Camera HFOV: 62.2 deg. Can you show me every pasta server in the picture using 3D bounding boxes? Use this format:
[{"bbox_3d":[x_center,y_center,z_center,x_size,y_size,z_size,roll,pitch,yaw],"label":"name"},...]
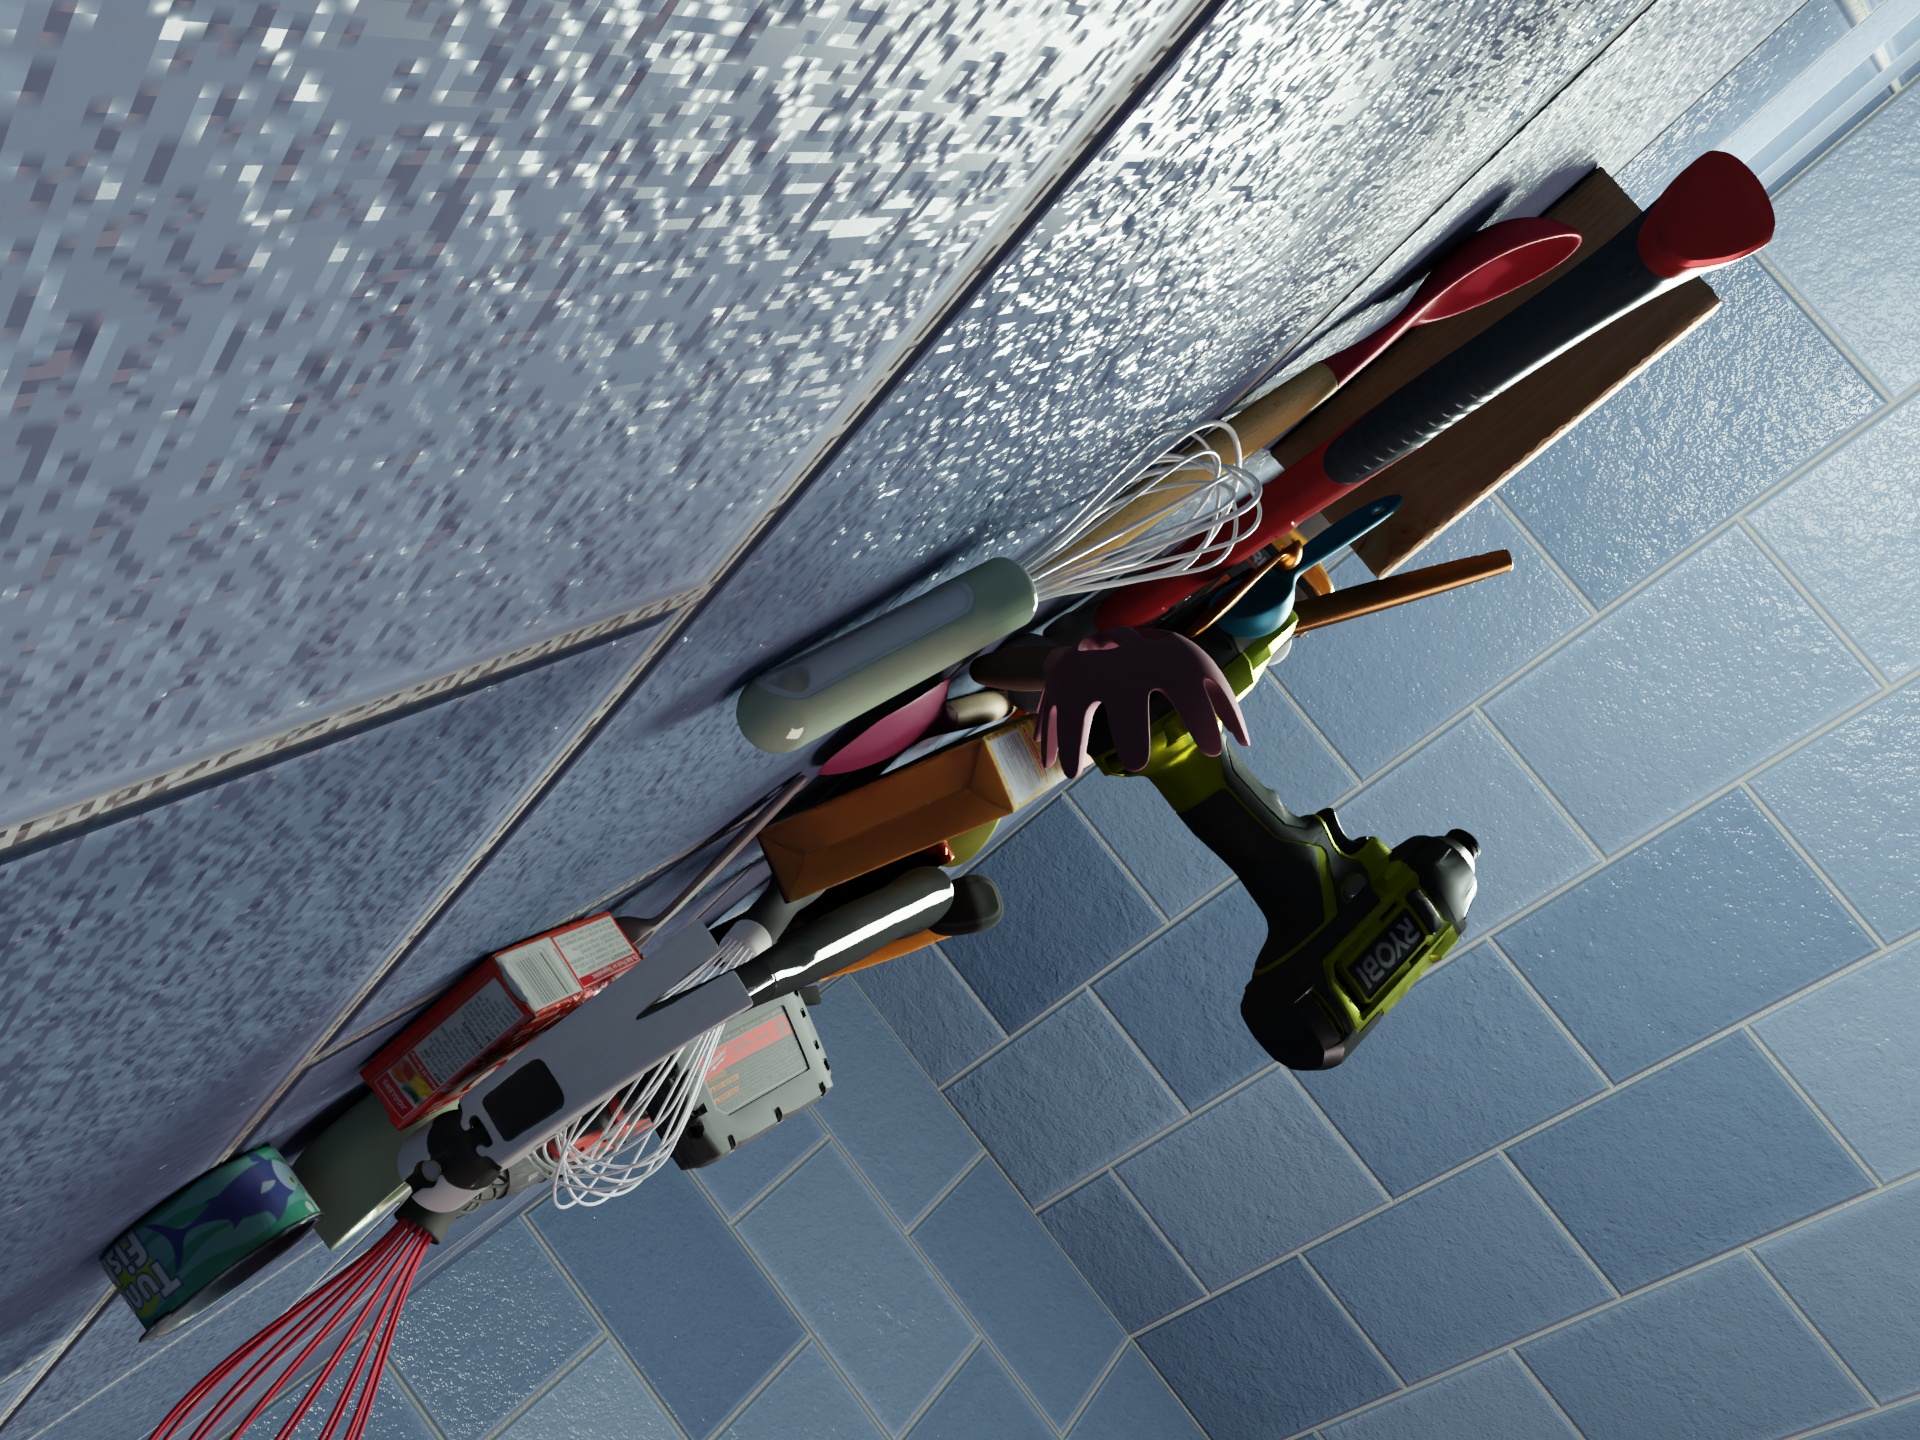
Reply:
[{"bbox_3d":[0.034,-0.012,0.593,0.060,0.040,0.316,-10,-177,-8],"label":"pasta server"}]

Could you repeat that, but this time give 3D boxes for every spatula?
[{"bbox_3d":[0.152,-0.038,0.900,0.322,0.041,0.081,-16,177,8],"label":"spatula"}]

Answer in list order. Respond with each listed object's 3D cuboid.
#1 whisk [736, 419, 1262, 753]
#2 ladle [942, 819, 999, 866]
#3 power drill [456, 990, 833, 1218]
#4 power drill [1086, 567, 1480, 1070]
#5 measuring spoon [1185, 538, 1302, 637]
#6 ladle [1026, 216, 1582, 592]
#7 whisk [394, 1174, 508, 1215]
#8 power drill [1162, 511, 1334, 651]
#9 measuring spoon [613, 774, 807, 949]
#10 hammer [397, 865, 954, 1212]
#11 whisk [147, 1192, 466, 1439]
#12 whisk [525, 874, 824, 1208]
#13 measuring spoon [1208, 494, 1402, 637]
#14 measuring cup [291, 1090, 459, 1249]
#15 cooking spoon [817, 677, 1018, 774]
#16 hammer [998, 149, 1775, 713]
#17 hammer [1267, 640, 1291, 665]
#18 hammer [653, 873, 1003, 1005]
[{"bbox_3d":[0.022,-0.047,0.535,0.246,0.058,0.059,-30,136,-38],"label":"whisk"},{"bbox_3d":[0.068,-0.001,1.071,0.078,0.062,0.320,-26,-172,44],"label":"ladle"},{"bbox_3d":[-0.208,0.233,0.949,0.226,0.080,0.188,-26,176,40],"label":"power drill"},{"bbox_3d":[0.169,0.043,0.823,0.171,0.223,0.080,-37,-178,-31],"label":"power drill"},{"bbox_3d":[0.132,-0.059,0.733,0.021,0.011,0.117,-34,-178,41],"label":"measuring spoon"},{"bbox_3d":[0.130,-0.125,0.650,0.315,0.031,0.069,-35,175,-14],"label":"ladle"},{"bbox_3d":[-0.266,0.219,0.763,0.055,0.055,0.239,-38,170,-5],"label":"whisk"},{"bbox_3d":[0.230,-0.123,1.032,0.226,0.084,0.185,-41,177,-19],"label":"power drill"},{"bbox_3d":[-0.114,0.062,0.674,0.124,0.018,0.034,-44,177,-14],"label":"measuring spoon"},{"bbox_3d":[-0.080,0.108,0.687,0.146,0.035,0.334,-38,171,22],"label":"hammer"},{"bbox_3d":[-0.240,0.231,0.667,0.296,0.073,0.073,-58,-174,-34],"label":"whisk"},{"bbox_3d":[-0.119,0.127,0.773,0.070,0.070,0.285,-43,-174,34],"label":"whisk"},{"bbox_3d":[0.177,-0.075,0.789,0.128,0.021,0.042,-34,-152,-22],"label":"measuring spoon"},{"bbox_3d":[-0.206,0.149,0.663,0.083,0.038,0.167,-43,179,39],"label":"measuring cup"},{"bbox_3d":[-0.001,-0.003,0.811,0.068,0.017,0.319,-37,175,15],"label":"cooking spoon"},{"bbox_3d":[0.167,-0.113,0.683,0.143,0.038,0.386,-35,-179,-40],"label":"hammer"},{"bbox_3d":[0.040,0.035,1.127,0.405,0.035,0.144,-33,-164,-11],"label":"hammer"},{"bbox_3d":[-0.072,0.147,0.987,0.127,0.034,0.337,-8,167,-36],"label":"hammer"}]
